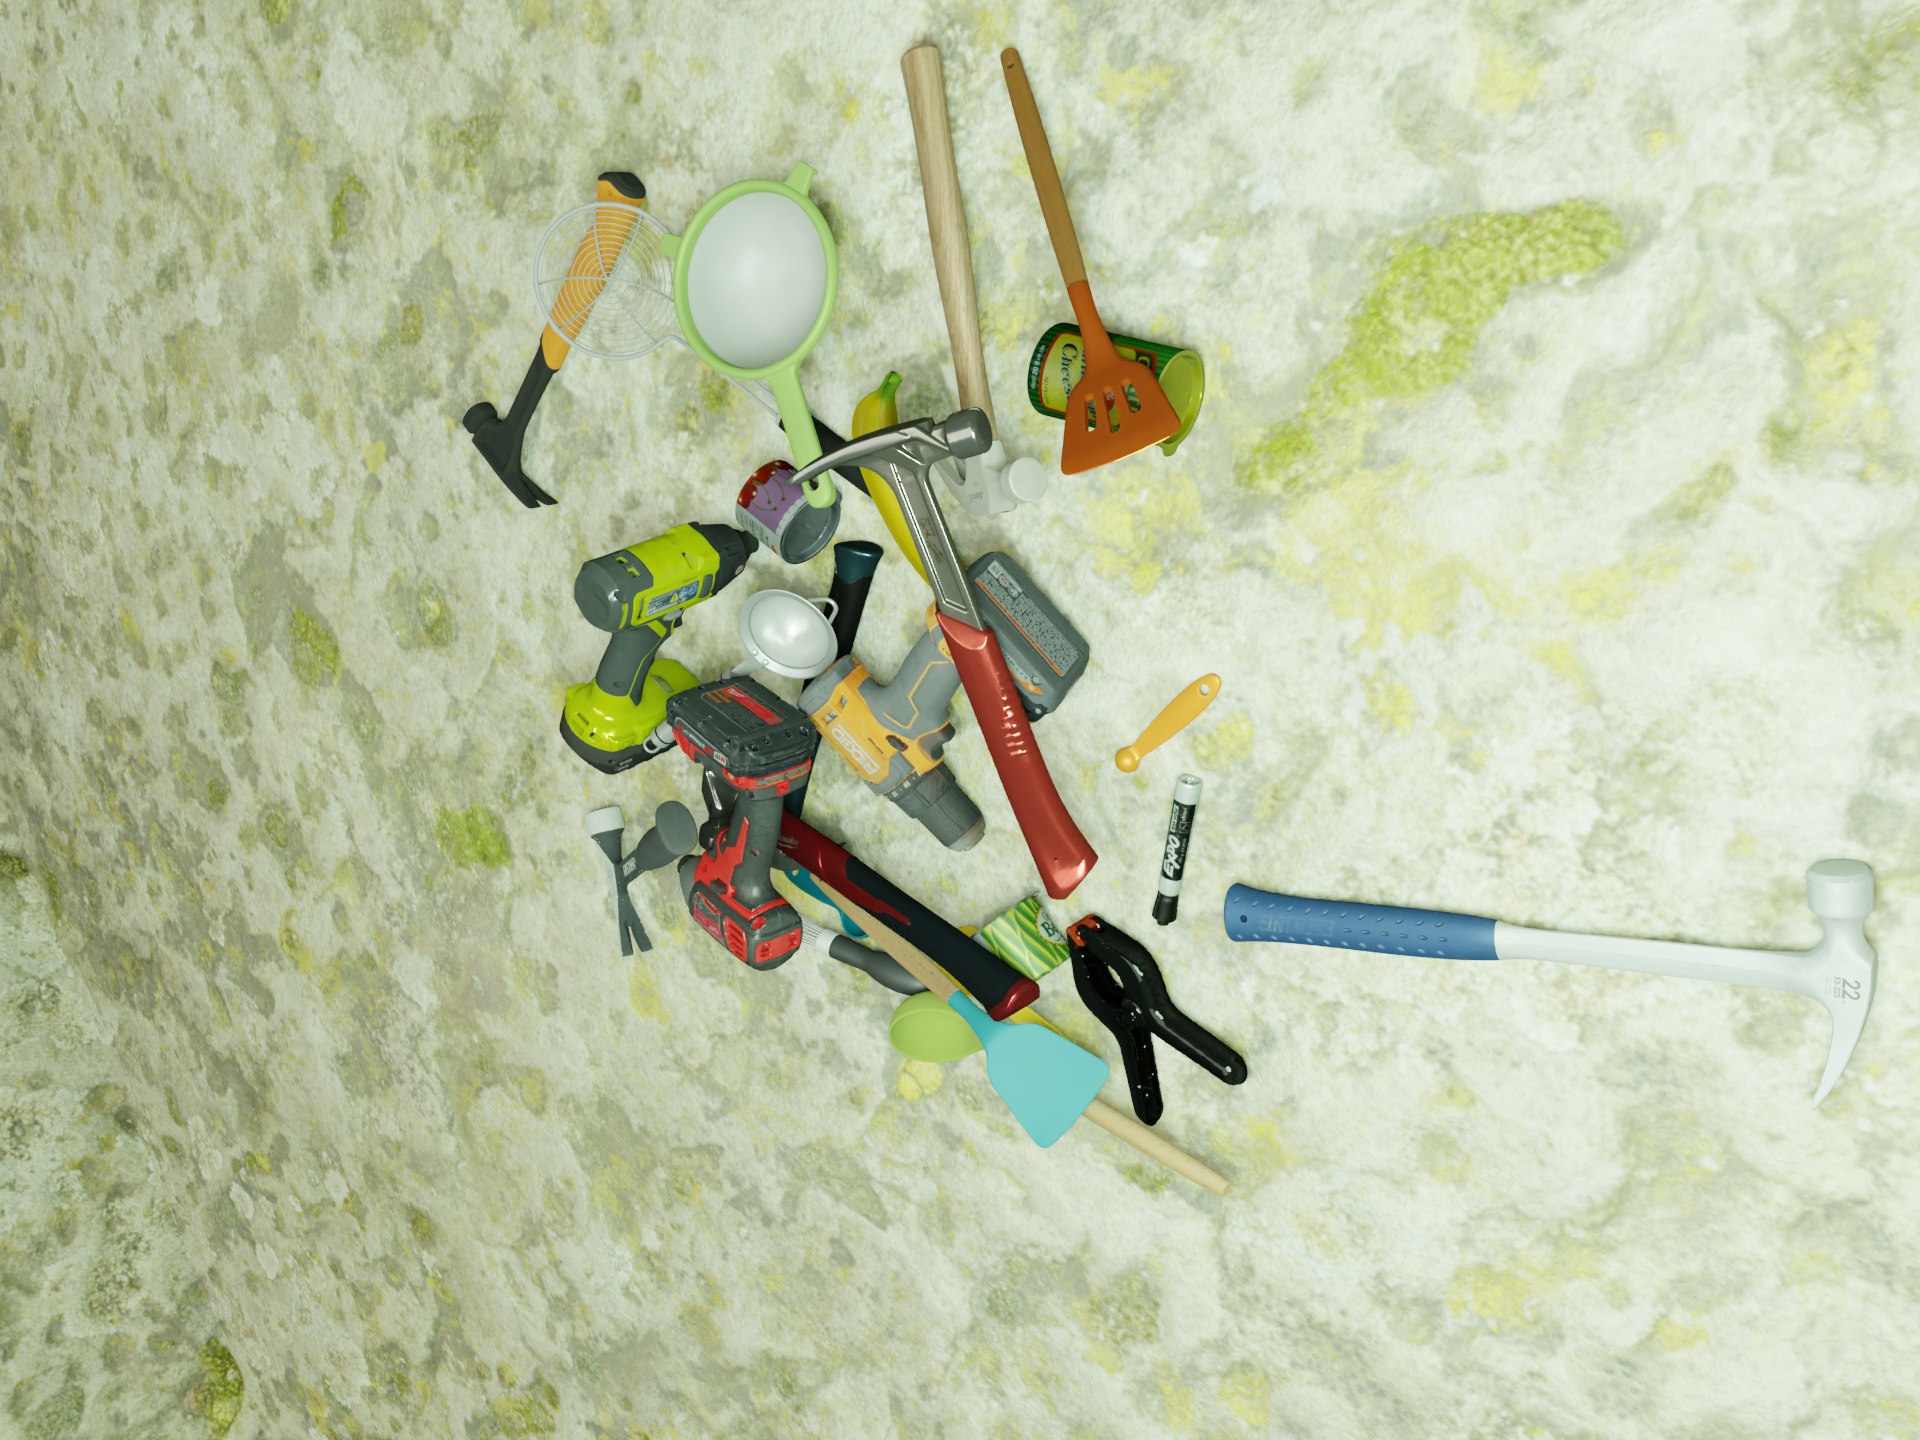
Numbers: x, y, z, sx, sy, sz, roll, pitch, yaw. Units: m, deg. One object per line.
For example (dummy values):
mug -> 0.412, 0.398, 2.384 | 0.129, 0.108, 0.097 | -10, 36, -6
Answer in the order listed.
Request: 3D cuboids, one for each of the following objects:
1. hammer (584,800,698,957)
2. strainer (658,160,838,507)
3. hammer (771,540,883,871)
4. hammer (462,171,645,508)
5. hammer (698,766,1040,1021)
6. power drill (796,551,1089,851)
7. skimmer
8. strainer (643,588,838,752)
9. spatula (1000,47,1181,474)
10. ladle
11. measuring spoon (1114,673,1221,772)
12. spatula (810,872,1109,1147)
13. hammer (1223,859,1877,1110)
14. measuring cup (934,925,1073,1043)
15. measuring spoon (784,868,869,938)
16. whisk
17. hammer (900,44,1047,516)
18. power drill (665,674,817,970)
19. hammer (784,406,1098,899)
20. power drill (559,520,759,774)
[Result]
hammer -> -0.278, 0.125, 1.397 | 0.409, 0.036, 0.149 | 150, 106, -68
strainer -> -0.130, -0.288, 1.237 | 0.151, 0.069, 0.256 | -18, 89, 28
hammer -> -0.126, -0.009, 1.360 | 0.128, 0.033, 0.330 | 35, 124, 26
hammer -> -0.358, -0.346, 1.436 | 0.127, 0.034, 0.336 | 51, 129, 15
hammer -> -0.082, 0.118, 1.293 | 0.387, 0.038, 0.143 | 30, 120, 37
power drill -> -0.002, -0.004, 1.222 | 0.185, 0.084, 0.226 | 48, 131, -7
skimmer -> -0.195, -0.288, 1.285 | 0.363, 0.090, 0.127 | 39, 93, 20
strainer -> -0.185, -0.041, 1.326 | 0.258, 0.050, 0.086 | -35, 107, 30
spatula -> 0.069, -0.310, 1.045 | 0.081, 0.041, 0.323 | -19, 74, 18
ladle -> 0.072, 0.303, 1.271 | 0.320, 0.062, 0.078 | 25, 146, 35
measuring spoon -> 0.149, 0.003, 1.155 | 0.021, 0.011, 0.117 | 54, 130, 12
spatula -> -0.019, 0.216, 1.304 | 0.318, 0.044, 0.082 | 37, 86, 34
hammer -> 0.356, 0.148, 1.019 | 0.406, 0.035, 0.144 | 1, 105, 39
measuring cup -> 0.044, 0.226, 1.306 | 0.157, 0.029, 0.062 | 37, 124, 21
measuring spoon -> -0.112, 0.156, 1.417 | 0.129, 0.021, 0.042 | 27, 92, 40
whisk -> -0.144, 0.187, 1.427 | 0.285, 0.070, 0.070 | 19, 116, 28
hammer -> -0.003, -0.311, 1.140 | 0.130, 0.031, 0.331 | 177, 83, -66
power drill -> -0.185, 0.083, 1.300 | 0.143, 0.078, 0.219 | 32, 127, 40
hammer -> 0.007, -0.034, 1.117 | 0.149, 0.037, 0.359 | -13, 110, 26
power drill -> -0.260, -0.069, 1.373 | 0.080, 0.171, 0.223 | 44, 136, 20
